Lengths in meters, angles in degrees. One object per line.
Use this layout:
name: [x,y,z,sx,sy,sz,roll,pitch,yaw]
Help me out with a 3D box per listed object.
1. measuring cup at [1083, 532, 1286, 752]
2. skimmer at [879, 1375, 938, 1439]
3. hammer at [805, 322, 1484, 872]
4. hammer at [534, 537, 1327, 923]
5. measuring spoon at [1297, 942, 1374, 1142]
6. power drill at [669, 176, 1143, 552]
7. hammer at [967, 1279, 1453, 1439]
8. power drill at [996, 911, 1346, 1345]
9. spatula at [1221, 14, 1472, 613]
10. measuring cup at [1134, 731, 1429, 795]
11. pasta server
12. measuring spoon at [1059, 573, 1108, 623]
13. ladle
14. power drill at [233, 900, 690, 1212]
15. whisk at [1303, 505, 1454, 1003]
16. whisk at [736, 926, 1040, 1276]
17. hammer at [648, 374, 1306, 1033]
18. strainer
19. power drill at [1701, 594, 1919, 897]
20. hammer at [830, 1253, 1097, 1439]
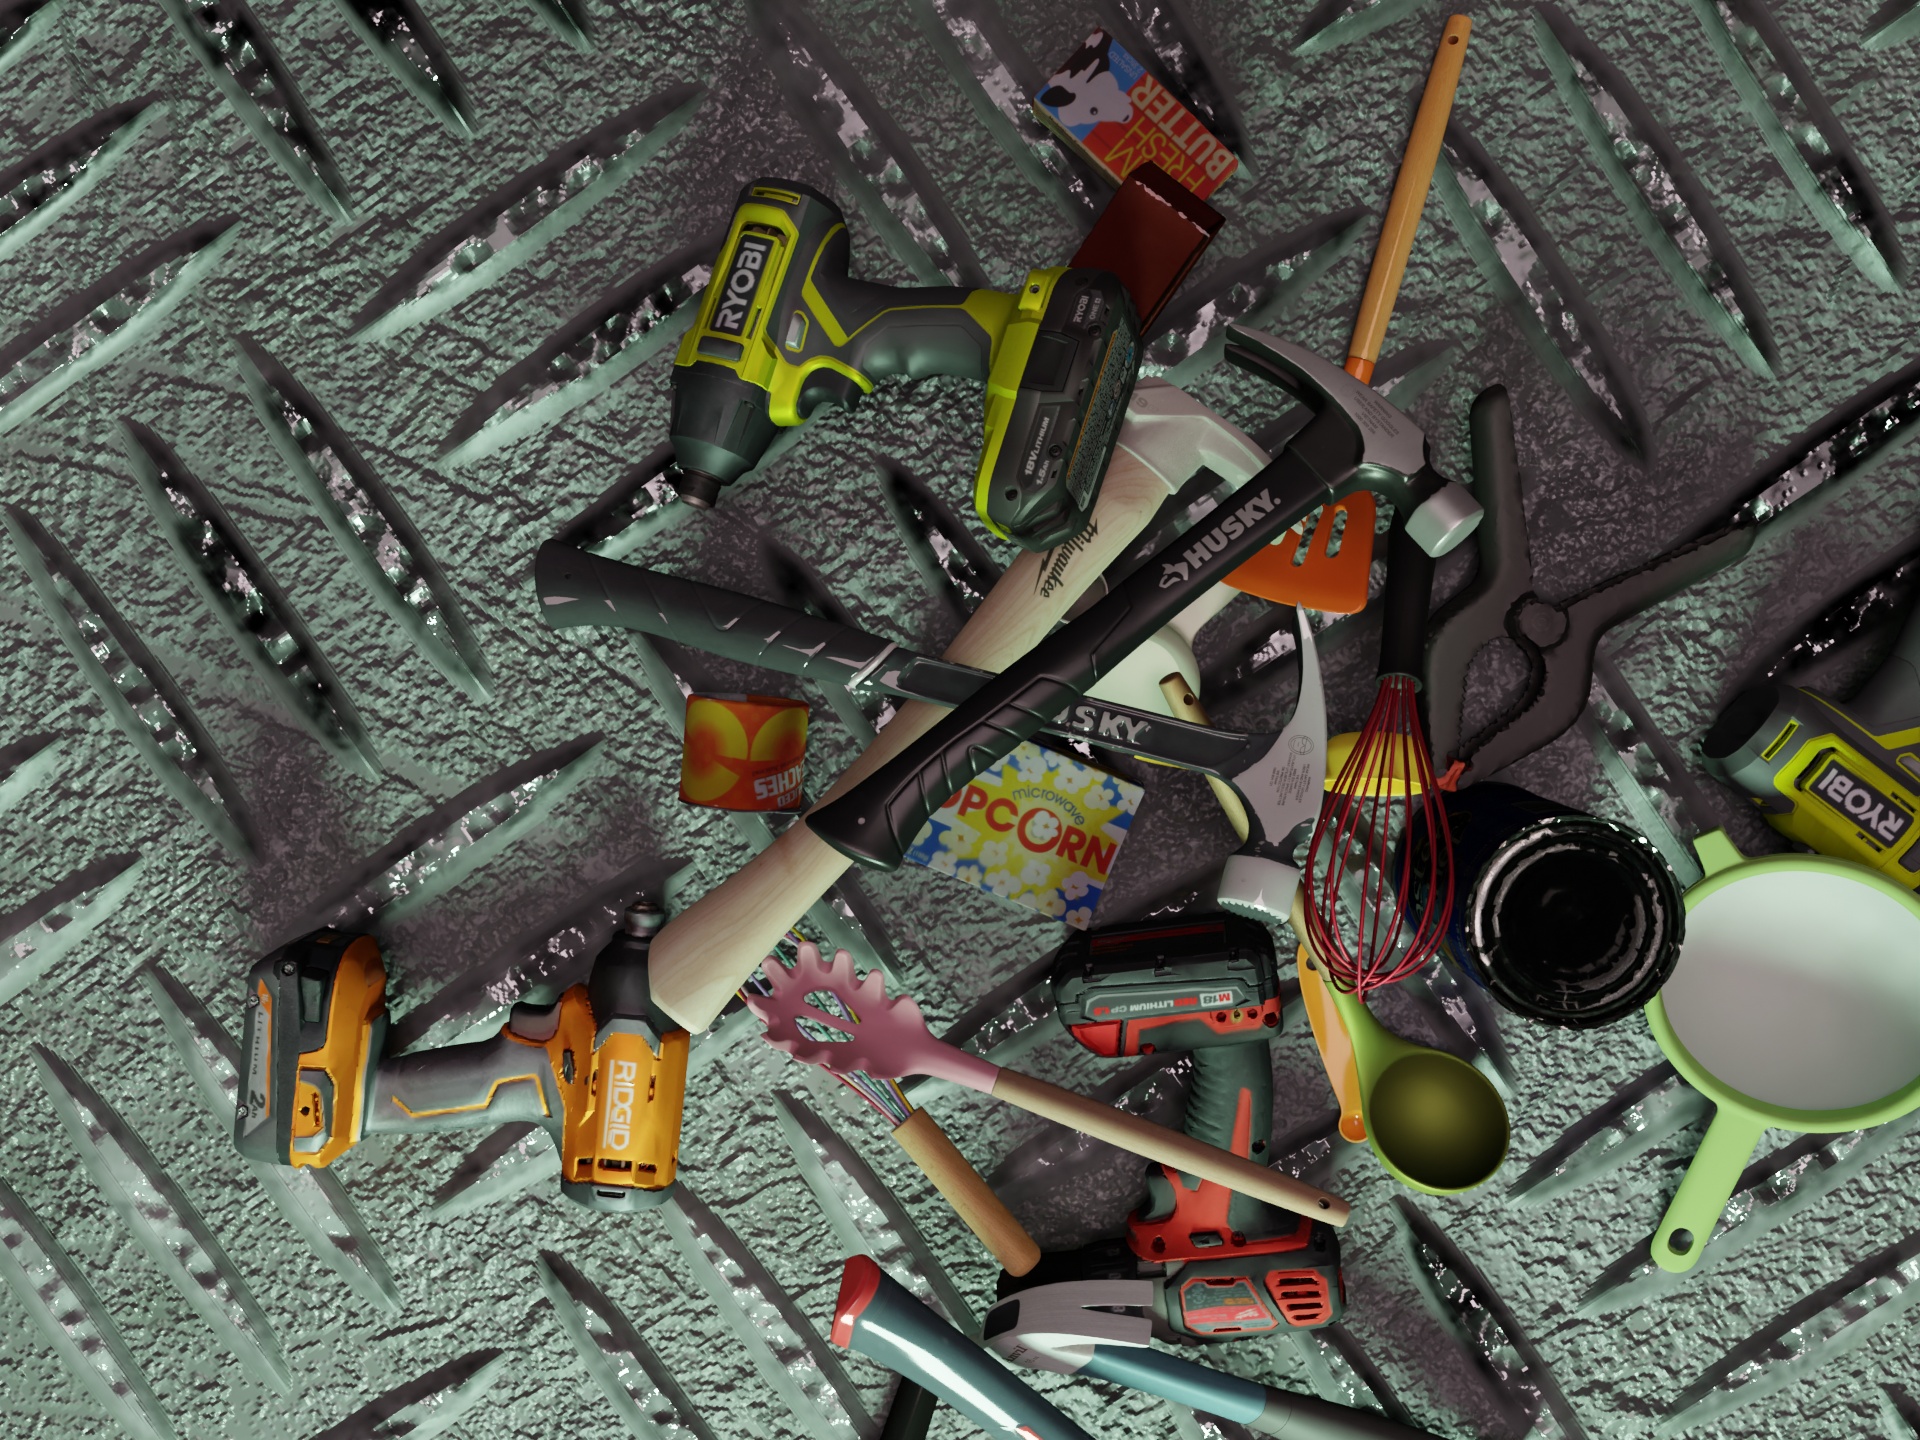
measuring cup: [0.122,-0.052,0.851,0.083,0.038,0.167,43,96,-2]
skimmer: [-0.088,0.518,0.871,0.127,0.090,0.363,20,92,32]
hammer: [0.067,-0.047,0.739,0.335,0.035,0.146,-38,74,-4]
hammer: [-0.022,-0.027,0.779,0.409,0.036,0.149,15,78,10]
measuring spoon: [0.206,0.176,0.881,0.021,0.011,0.117,-15,90,3]
power drill: [-0.035,-0.169,0.800,0.223,0.080,0.171,17,85,19]
hammer: [0.168,0.369,0.851,0.331,0.033,0.128,21,135,-11]
power drill: [0.100,0.228,0.855,0.188,0.080,0.226,-8,98,9]
spatula: [0.217,-0.215,0.837,0.081,0.041,0.322,17,93,20]
measuring cup: [0.171,0.017,0.845,0.156,0.062,0.029,7,79,-1]
pasta server: [0.044,0.190,0.800,0.316,0.040,0.060,20,69,7]
measuring spoon: [0.075,-0.111,0.864,0.034,0.018,0.124,15,87,3]
ladle: [0.191,0.111,0.827,0.078,0.062,0.320,-36,103,-23]
power drill: [-0.260,0.170,0.859,0.226,0.084,0.164,7,93,-3]
whisk: [0.217,-0.002,0.793,0.073,0.073,0.296,13,66,1]
whisk: [-0.046,0.198,0.852,0.047,0.051,0.245,-40,83,-10]
hammer: [-0.001,-0.003,0.807,0.146,0.038,0.410,39,84,15]
strainer: [0.429,0.180,0.852,0.151,0.069,0.256,22,114,20]
power drill: [0.532,-0.005,0.826,0.190,0.080,0.228,37,97,-1]
hammer: [0.089,0.388,0.814,0.143,0.038,0.386,-38,109,24]
